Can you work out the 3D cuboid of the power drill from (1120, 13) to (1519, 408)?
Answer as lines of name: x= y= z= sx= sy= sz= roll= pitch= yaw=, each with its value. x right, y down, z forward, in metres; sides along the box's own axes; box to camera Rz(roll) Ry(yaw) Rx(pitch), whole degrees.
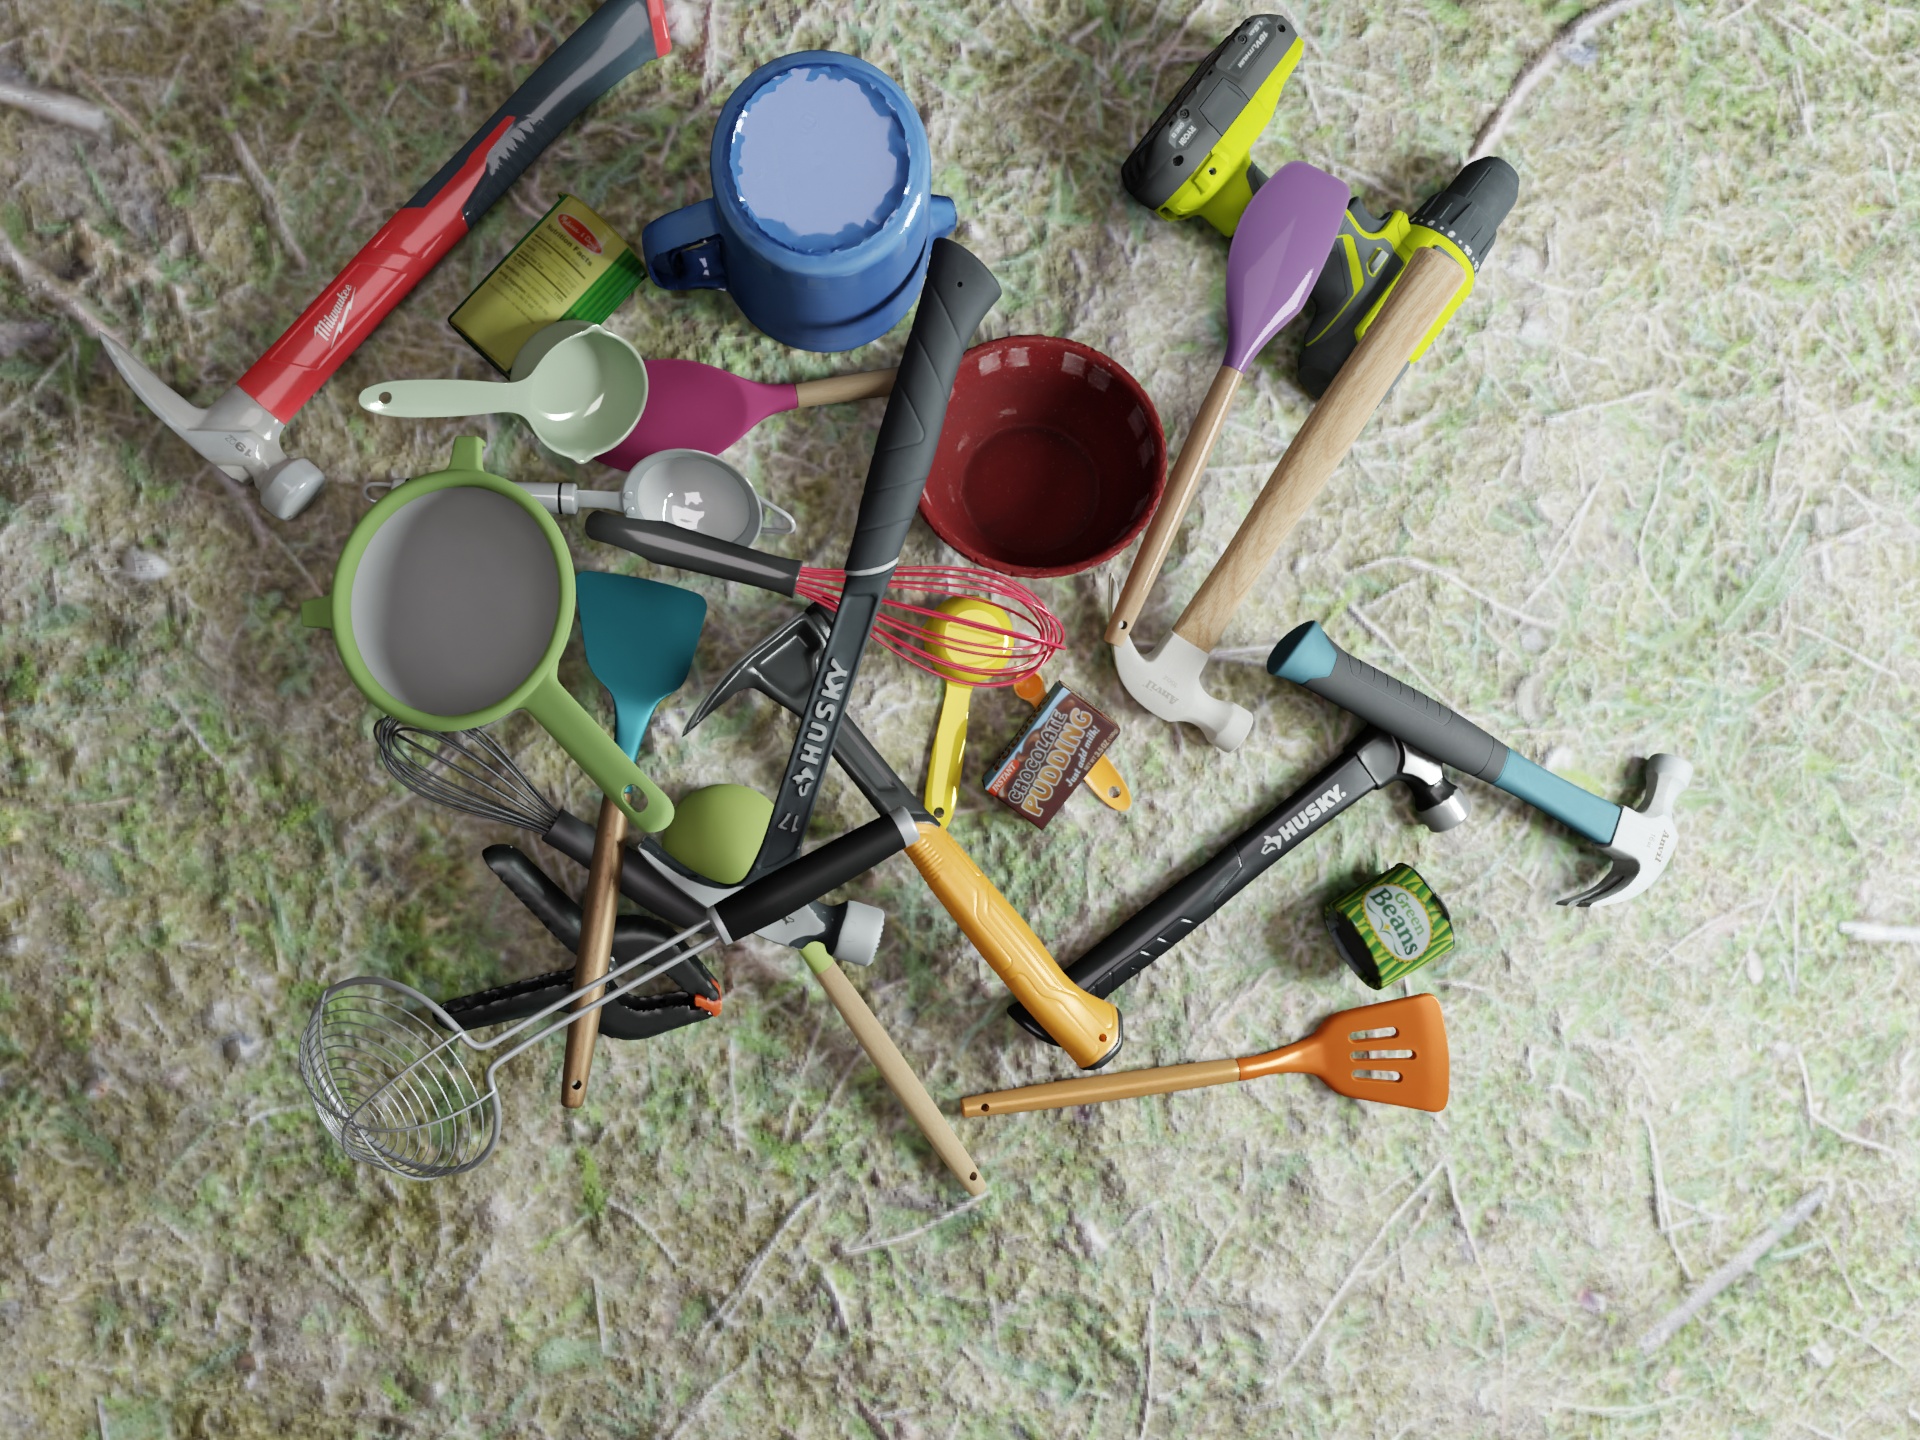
power drill: x=0.237 y=-0.337 z=1.022 sx=0.228 sy=0.080 sz=0.190 roll=38 pitch=86 yaw=-12

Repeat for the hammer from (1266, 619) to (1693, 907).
hammer: x=0.341 y=0.021 z=1.043 sx=0.330 sy=0.033 sz=0.128 roll=26 pitch=77 yaw=-18

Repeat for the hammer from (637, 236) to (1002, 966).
hammer: x=-0.062 y=-0.070 z=0.903 sx=0.149 sy=0.036 sz=0.409 roll=17 pitch=96 yaw=-6

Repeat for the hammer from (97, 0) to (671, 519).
hammer: x=-0.323 y=-0.307 z=0.941 sx=0.143 sy=0.038 sz=0.386 roll=42 pitch=85 yaw=-7

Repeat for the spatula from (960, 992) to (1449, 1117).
spatula: x=0.160 y=0.234 z=1.043 sx=0.322 sy=0.041 sz=0.081 roll=-6 pitch=94 yaw=-9

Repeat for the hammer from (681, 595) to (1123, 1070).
hammer: x=-0.021 y=0.086 z=0.978 sx=0.127 sy=0.034 sz=0.337 roll=-42 pitch=94 yaw=-27

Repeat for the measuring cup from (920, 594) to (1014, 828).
measuring cup: x=-0.002 y=-0.003 z=1.011 sx=0.062 sy=0.029 sz=0.156 roll=9 pitch=89 yaw=-10

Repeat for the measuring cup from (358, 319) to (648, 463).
measuring cup: x=-0.258 y=-0.188 z=0.893 sx=0.167 sy=0.038 sz=0.083 roll=-10 pitch=125 yaw=-37

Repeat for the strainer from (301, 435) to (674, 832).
strainer: x=-0.248 y=-0.030 z=0.924 sx=0.151 sy=0.069 sz=0.256 roll=-46 pitch=81 yaw=5

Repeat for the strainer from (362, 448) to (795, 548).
strainer: x=-0.229 y=-0.136 z=0.962 sx=0.258 sy=0.050 sz=0.086 roll=1 pitch=135 yaw=-5

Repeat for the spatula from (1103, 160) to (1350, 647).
spatula: x=0.155 y=-0.193 z=0.979 sx=0.059 sy=0.018 sz=0.316 roll=22 pitch=93 yaw=-7

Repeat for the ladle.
ladle: x=-0.078 y=0.175 z=1.002 sx=0.078 sy=0.062 sz=0.320 roll=-41 pitch=106 yaw=-30

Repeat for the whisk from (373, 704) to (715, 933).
whisk: x=-0.246 y=0.063 z=0.965 sx=0.238 sy=0.055 sz=0.055 roll=35 pitch=86 yaw=-14

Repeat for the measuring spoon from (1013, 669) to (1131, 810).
measuring spoon: x=0.074 y=0.013 z=1.037 sx=0.021 sy=0.011 sz=0.117 roll=-38 pitch=101 yaw=4

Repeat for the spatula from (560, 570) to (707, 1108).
spatula: x=-0.208 y=0.068 z=0.946 sx=0.082 sy=0.044 sz=0.317 roll=10 pitch=84 yaw=-24

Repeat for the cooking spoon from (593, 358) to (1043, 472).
cooking spoon: x=-0.078 y=-0.207 z=0.997 sx=0.319 sy=0.017 sz=0.068 roll=-11 pitch=108 yaw=-10

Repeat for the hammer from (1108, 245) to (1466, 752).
hammer: x=0.206 y=-0.147 z=1.004 sx=0.130 sy=0.031 sz=0.331 roll=30 pitch=102 yaw=-9

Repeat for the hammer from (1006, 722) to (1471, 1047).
hammer: x=0.170 y=0.098 z=1.044 sx=0.335 sy=0.035 sz=0.146 roll=-37 pitch=98 yaw=-7

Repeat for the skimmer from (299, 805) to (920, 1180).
skimmer: x=-0.193 y=0.137 z=0.891 sx=0.363 sy=0.090 sz=0.127 roll=-28 pitch=102 yaw=-9

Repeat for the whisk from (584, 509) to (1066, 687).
whisk: x=-0.079 y=-0.079 z=0.951 sx=0.295 sy=0.073 sz=0.073 roll=15 pitch=89 yaw=-6
